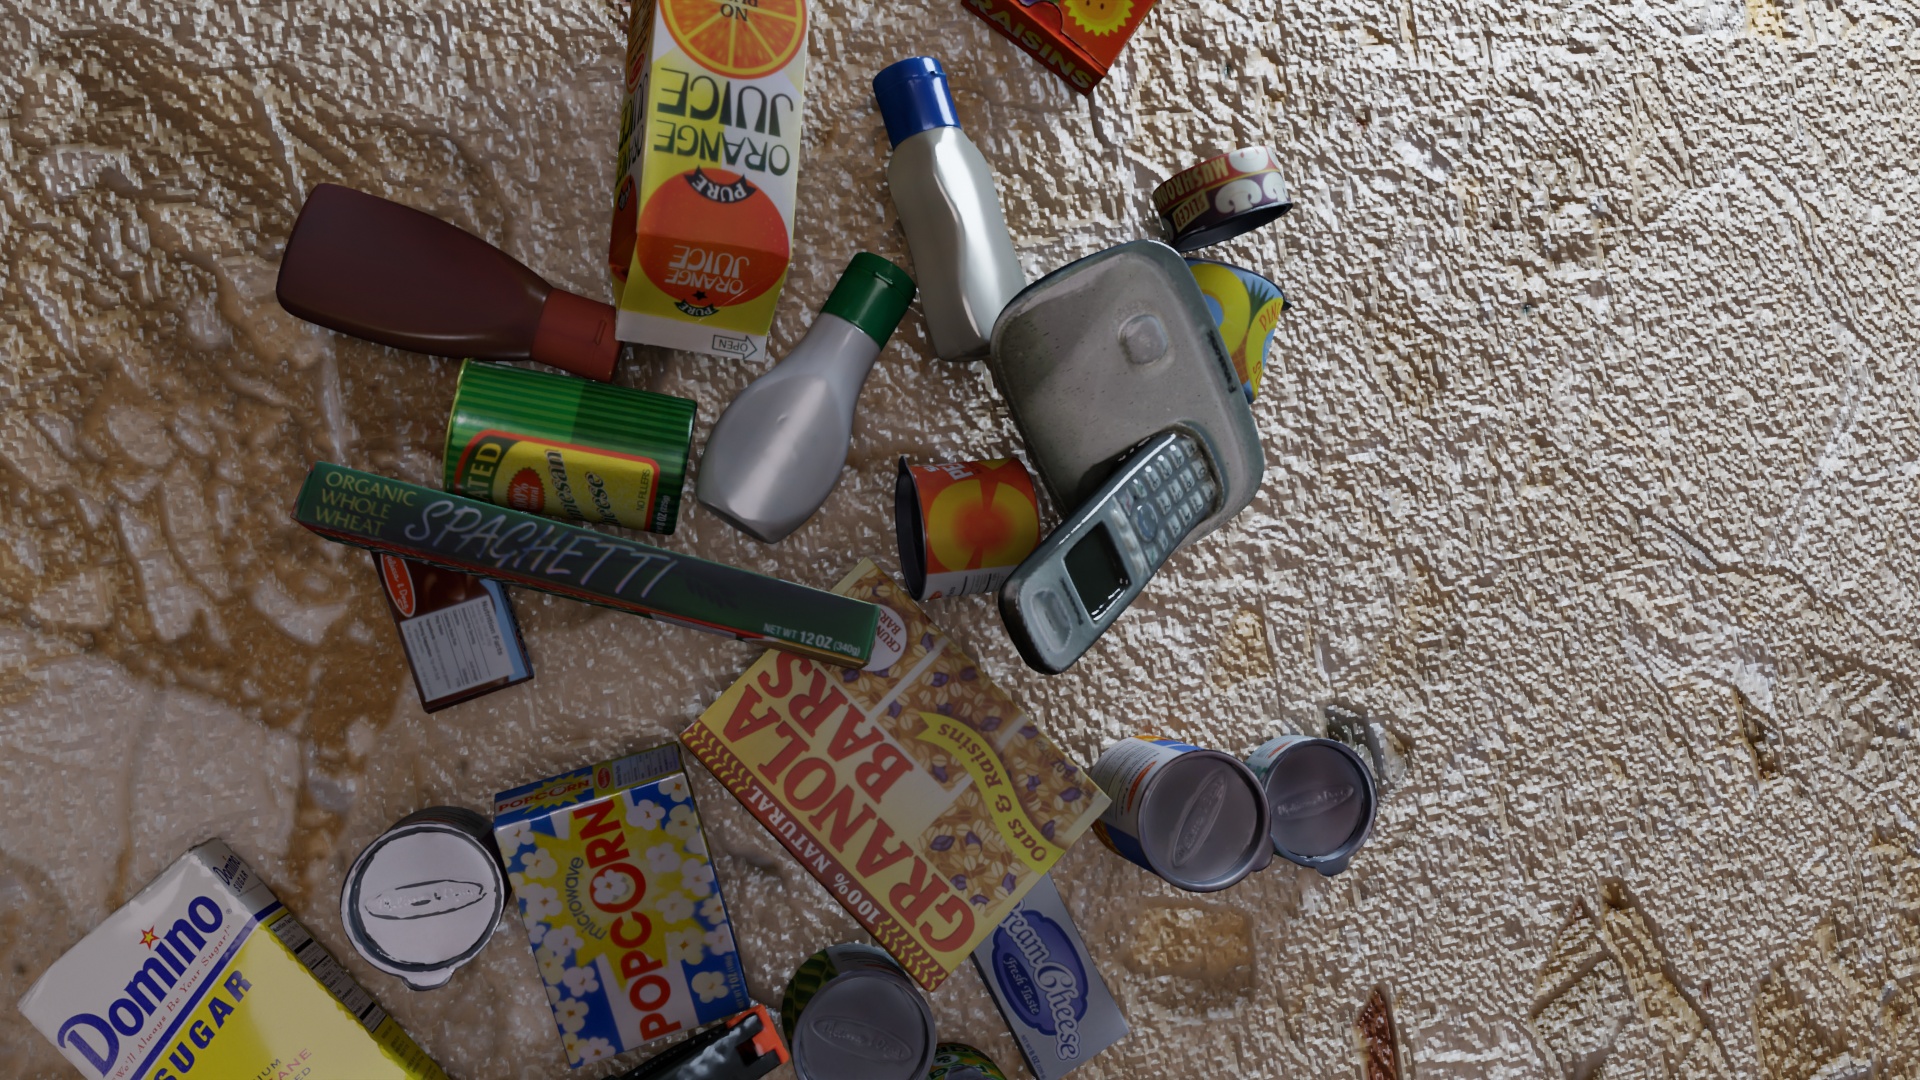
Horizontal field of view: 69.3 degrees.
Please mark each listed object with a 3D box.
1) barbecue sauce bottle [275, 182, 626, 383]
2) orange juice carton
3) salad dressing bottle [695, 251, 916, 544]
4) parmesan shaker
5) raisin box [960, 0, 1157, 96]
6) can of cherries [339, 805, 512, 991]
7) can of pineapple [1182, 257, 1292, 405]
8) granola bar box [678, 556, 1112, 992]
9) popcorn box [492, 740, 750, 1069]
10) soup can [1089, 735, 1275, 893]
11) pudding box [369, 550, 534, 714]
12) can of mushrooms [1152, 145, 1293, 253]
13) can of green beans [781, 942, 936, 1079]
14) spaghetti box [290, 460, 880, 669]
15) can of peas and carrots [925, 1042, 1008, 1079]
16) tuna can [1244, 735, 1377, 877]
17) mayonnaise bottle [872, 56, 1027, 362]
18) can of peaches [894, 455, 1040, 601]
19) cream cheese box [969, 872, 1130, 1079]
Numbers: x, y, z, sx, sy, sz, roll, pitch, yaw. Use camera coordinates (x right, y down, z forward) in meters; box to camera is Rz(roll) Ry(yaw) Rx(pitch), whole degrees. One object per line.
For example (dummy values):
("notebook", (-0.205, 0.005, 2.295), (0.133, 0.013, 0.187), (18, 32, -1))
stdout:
("barbecue sauce bottle", (-0.231, -0.112, 0.645), (0.148, 0.043, 0.065), (17, 79, -12))
("orange juice carton", (-0.120, -0.183, 0.653), (0.072, 0.073, 0.192), (6, 85, -24))
("salad dressing bottle", (-0.072, -0.071, 0.678), (0.064, 0.044, 0.148), (32, 79, -9))
("parmesan shaker", (-0.177, -0.044, 0.638), (0.103, 0.071, 0.071), (10, 85, -11))
("raisin box", (0.070, -0.309, 0.726), (0.086, 0.040, 0.123), (35, 81, -9))
("can of cherries", (-0.236, 0.157, 0.619), (0.071, 0.058, 0.071), (1, 87, -13))
("can of pineapple", (0.128, -0.105, 0.712), (0.071, 0.071, 0.058), (18, 84, -11))
("granola bar box", (-0.031, 0.110, 0.664), (0.165, 0.039, 0.124), (45, 79, 4))
("popcorn box", (-0.152, 0.165, 0.631), (0.085, 0.038, 0.126), (-15, 106, -12))
("soup can", (0.107, 0.133, 0.683), (0.071, 0.083, 0.071), (1, 87, -12))
("pudding box", (-0.234, 0.032, 0.642), (0.050, 0.030, 0.083), (-19, 90, -12))
("can of mushrooms", (0.133, -0.175, 0.717), (0.071, 0.071, 0.033), (-18, 90, -13))
("can of green beans", (-0.049, 0.229, 0.655), (0.071, 0.058, 0.071), (1, 86, -13))
("spaghetti box", (-0.160, 0.014, 0.613), (0.250, 0.050, 0.029), (15, 79, -7))
("can of peas and carrots", (-0.002, 0.278, 0.663), (0.071, 0.058, 0.071), (1, 86, -12))
("tuna can", (0.181, 0.138, 0.725), (0.071, 0.033, 0.071), (1, 86, -12))
("mayonnaise bottle", (-0.006, -0.164, 0.692), (0.065, 0.041, 0.148), (-14, 86, -55))
("can of peaches", (0.002, -0.009, 0.678), (0.058, 0.071, 0.071), (-5, 88, -13))
("cream cheese box", (0.037, 0.212, 0.693), (0.053, 0.024, 0.103), (-28, 93, -14))
